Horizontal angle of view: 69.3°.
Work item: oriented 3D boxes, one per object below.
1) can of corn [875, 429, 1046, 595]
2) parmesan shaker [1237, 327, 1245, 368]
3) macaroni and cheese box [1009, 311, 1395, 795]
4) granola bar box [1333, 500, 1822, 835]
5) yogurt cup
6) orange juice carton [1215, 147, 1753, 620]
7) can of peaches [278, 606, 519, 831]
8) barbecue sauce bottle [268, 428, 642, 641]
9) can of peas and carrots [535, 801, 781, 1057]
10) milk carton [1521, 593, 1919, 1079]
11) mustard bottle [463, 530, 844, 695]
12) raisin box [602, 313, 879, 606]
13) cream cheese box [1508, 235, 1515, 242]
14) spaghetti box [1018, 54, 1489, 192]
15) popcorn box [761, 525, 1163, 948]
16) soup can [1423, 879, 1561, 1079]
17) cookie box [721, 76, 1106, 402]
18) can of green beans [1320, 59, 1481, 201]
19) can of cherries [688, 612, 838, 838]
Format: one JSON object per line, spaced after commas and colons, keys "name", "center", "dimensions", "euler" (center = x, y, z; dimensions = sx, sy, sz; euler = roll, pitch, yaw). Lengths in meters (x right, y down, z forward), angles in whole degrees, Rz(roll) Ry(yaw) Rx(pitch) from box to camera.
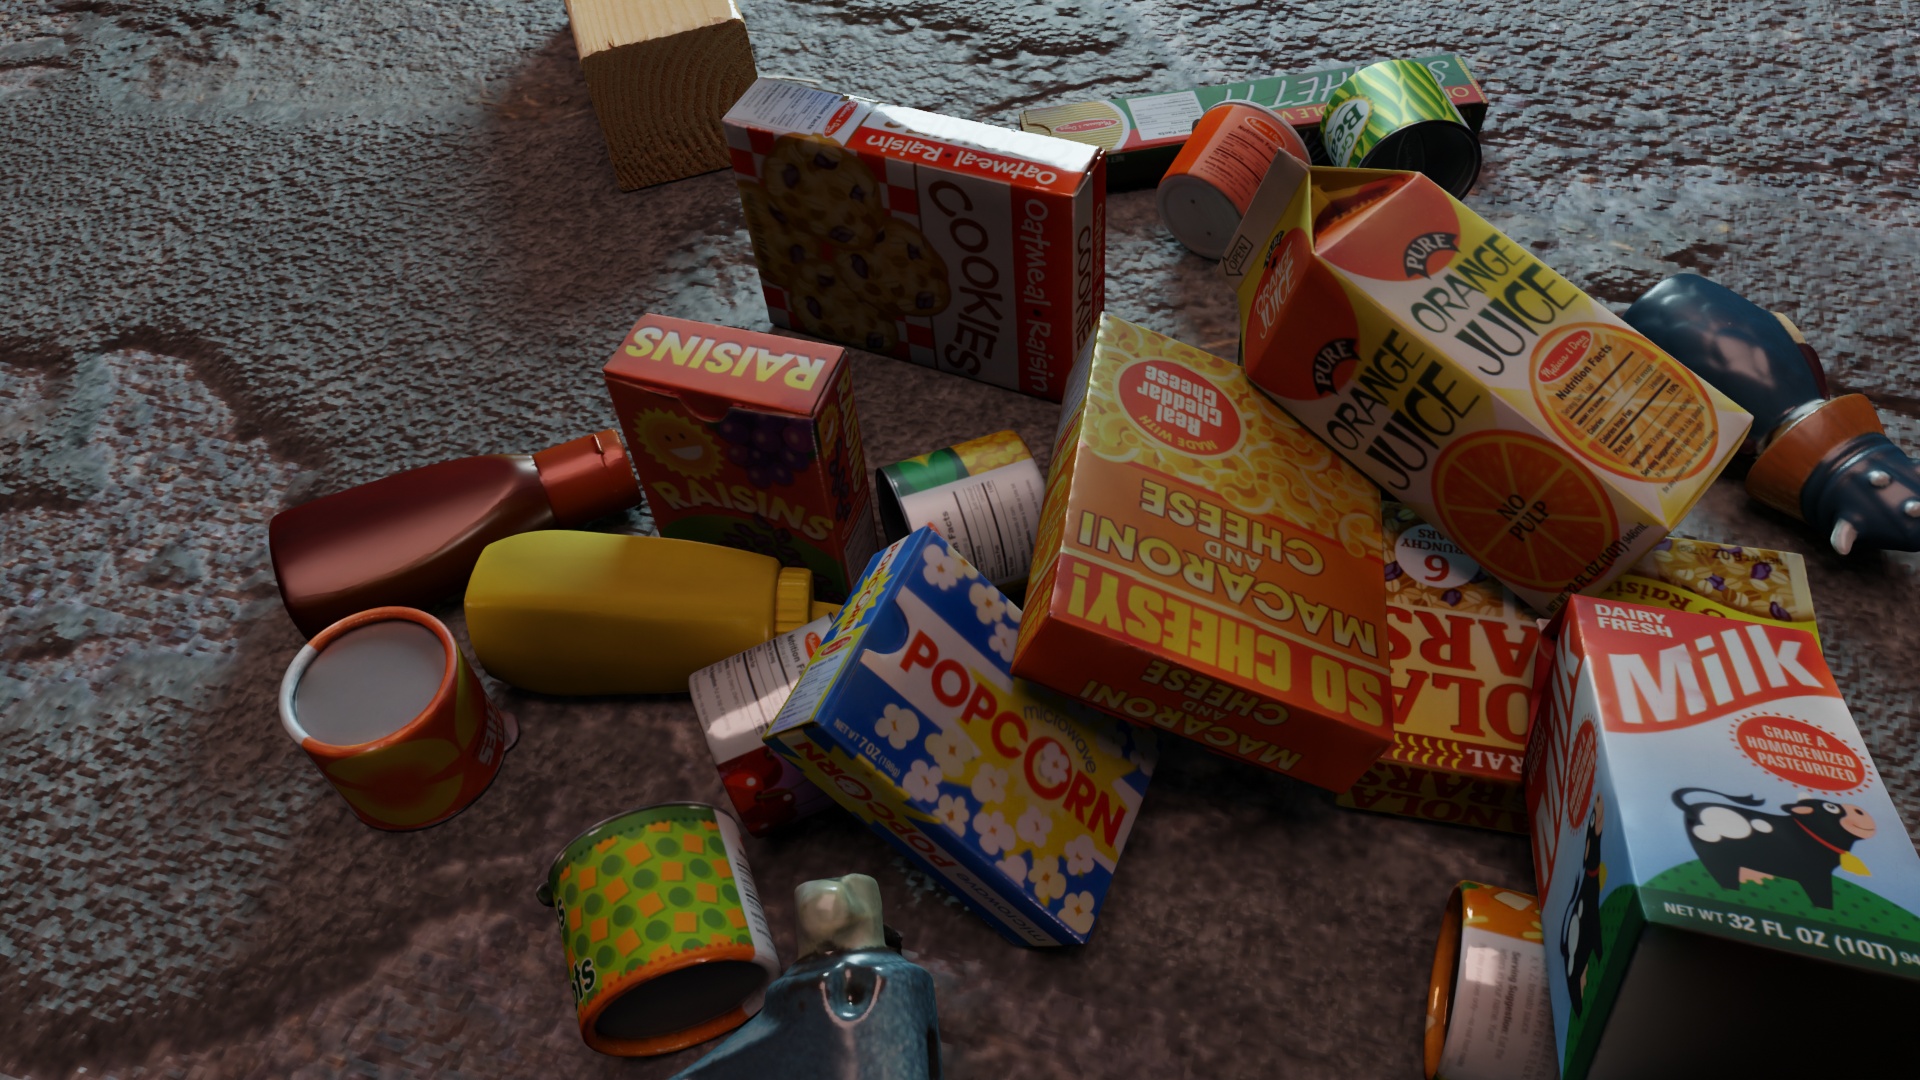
{"name": "can of corn", "center": [0.002, -0.007, 0.570], "dimensions": [0.058, 0.070, 0.071], "euler": [-17, 51, -11]}
{"name": "parmesan shaker", "center": [0.176, -0.071, 0.604], "dimensions": [0.103, 0.071, 0.072], "euler": [-1, 50, 4]}
{"name": "macaroni and cheese box", "center": [0.092, -0.001, 0.509], "dimensions": [0.124, 0.040, 0.167], "euler": [20, 45, -6]}
{"name": "granola bar box", "center": [0.228, 0.051, 0.521], "dimensions": [0.165, 0.038, 0.125], "euler": [8, 51, 10]}
{"name": "yogurt cup", "center": [0.136, -0.180, 0.704], "dimensions": [0.072, 0.072, 0.054], "euler": [30, 67, 26]}
{"name": "orange juice carton", "center": [0.180, -0.067, 0.520], "dimensions": [0.193, 0.071, 0.073], "euler": [42, 60, 15]}
{"name": "can of peaches", "center": [-0.212, 0.067, 0.529], "dimensions": [0.071, 0.057, 0.071], "euler": [-2, 50, 3]}
{"name": "barbecue sauce bottle", "center": [-0.215, -0.008, 0.600], "dimensions": [0.149, 0.043, 0.065], "euler": [-21, 52, -13]}
{"name": "can of peas and carrots", "center": [-0.101, 0.130, 0.462], "dimensions": [0.071, 0.070, 0.059], "euler": [-19, 52, -11]}
{"name": "milk carton", "center": [0.212, 0.078, 0.406], "dimensions": [0.072, 0.073, 0.191], "euler": [10, 31, 13]}
{"name": "mustard bottle", "center": [-0.109, 0.030, 0.551], "dimensions": [0.160, 0.065, 0.049], "euler": [2, 46, -2]}
{"name": "raisin box", "center": [-0.083, -0.027, 0.555], "dimensions": [0.086, 0.122, 0.040], "euler": [12, 52, 14]}
{"name": "cream cheese box", "center": [0.227, -0.113, 0.666], "dimensions": [0.104, 0.024, 0.053], "euler": [-11, 50, -5]}
{"name": "spaghetti box", "center": [0.159, -0.227, 0.763], "dimensions": [0.250, 0.028, 0.050], "euler": [-8, 50, -2]}
{"name": "popcorn box", "center": [0.006, 0.069, 0.476], "dimensions": [0.126, 0.038, 0.085], "euler": [43, 54, -19]}
{"name": "soup can", "center": [0.192, 0.147, 0.430], "dimensions": [0.084, 0.071, 0.072], "euler": [11, 52, 14]}
{"name": "cookie box", "center": [-0.017, -0.137, 0.641], "dimensions": [0.167, 0.122, 0.040], "euler": [17, 55, 18]}
{"name": "can of green beans", "center": [0.225, -0.204, 0.715], "dimensions": [0.071, 0.071, 0.058], "euler": [-8, 50, -2]}
{"name": "can of cherries", "center": [-0.060, 0.070, 0.510], "dimensions": [0.058, 0.071, 0.072], "euler": [-24, 53, -7]}
